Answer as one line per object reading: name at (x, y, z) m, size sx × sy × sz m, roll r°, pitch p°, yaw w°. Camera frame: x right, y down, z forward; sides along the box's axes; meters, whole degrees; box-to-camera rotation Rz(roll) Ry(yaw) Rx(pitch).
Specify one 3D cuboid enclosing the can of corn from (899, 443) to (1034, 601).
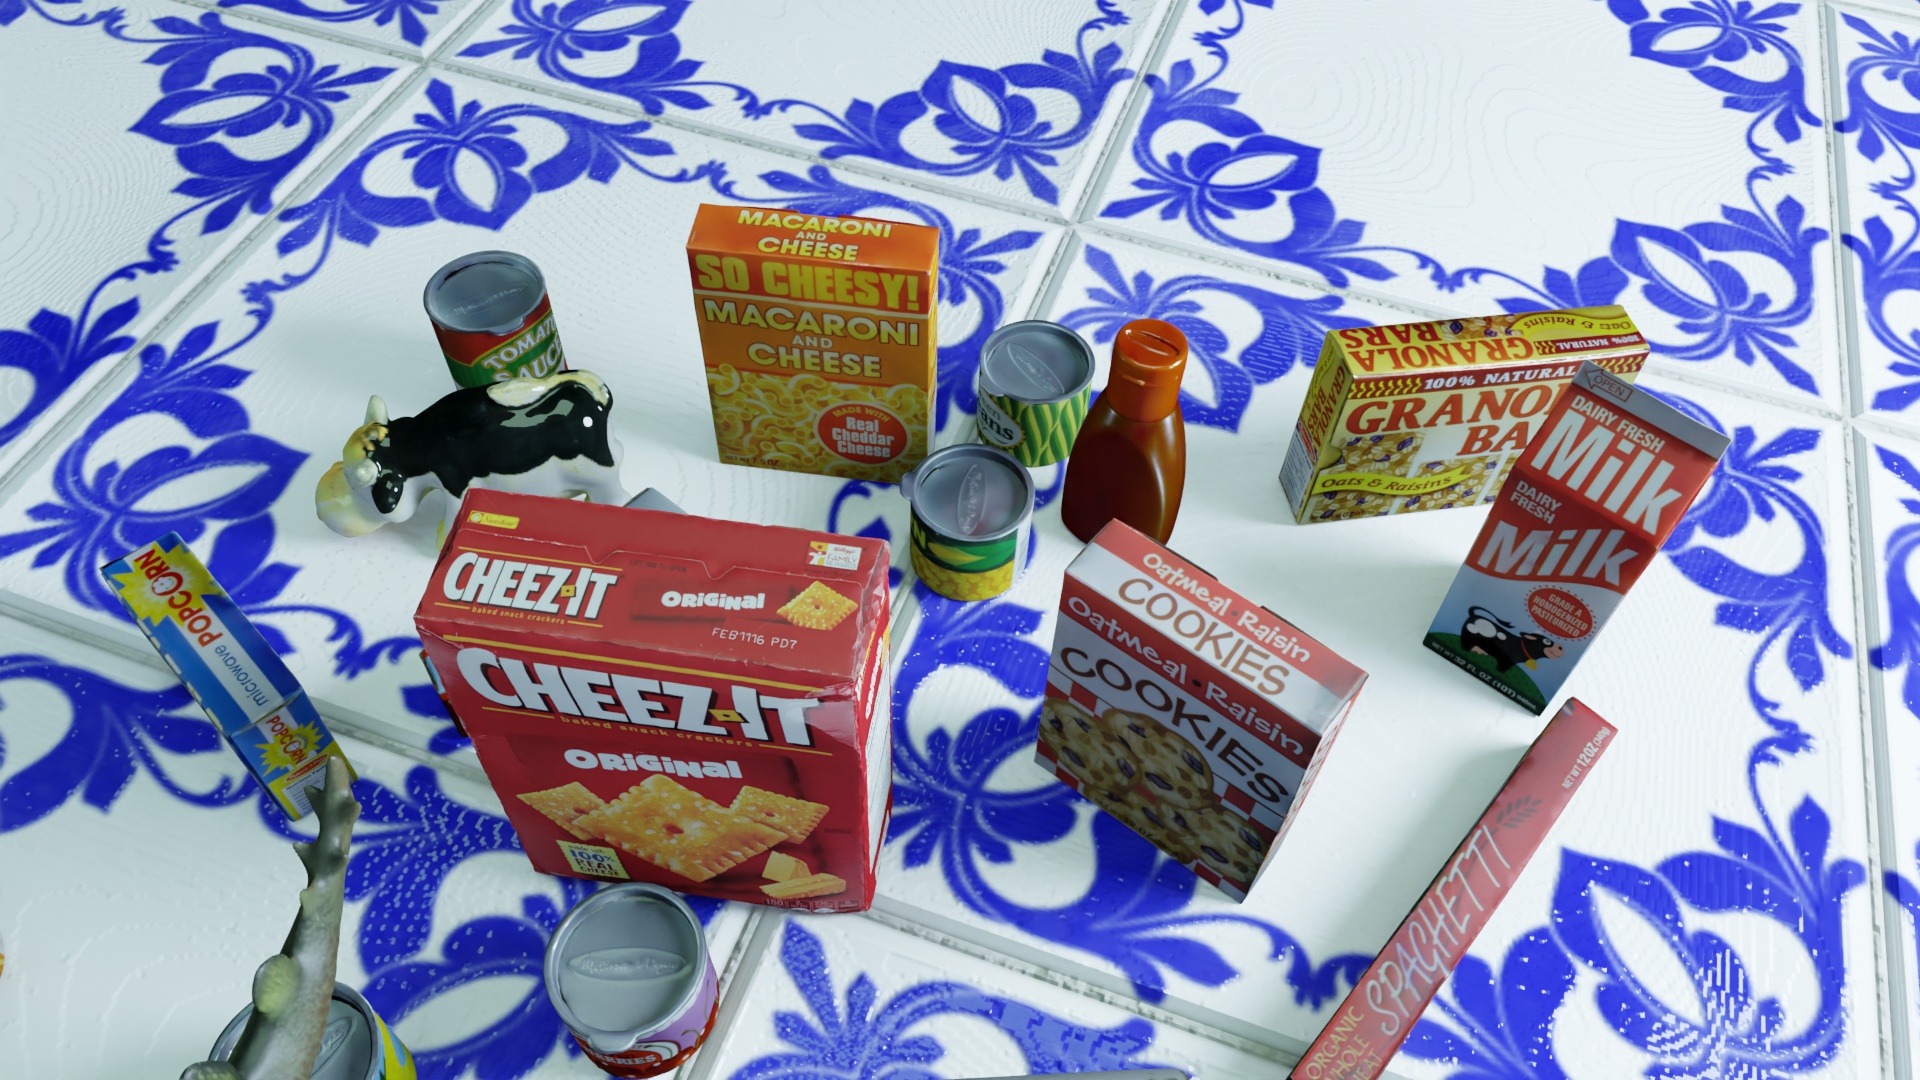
can of corn at (0.003, -0.009, 0.750) m, size 0.071 × 0.058 × 0.071 m, roll 1°, pitch 53°, yaw -1°

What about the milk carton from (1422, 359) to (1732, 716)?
milk carton at (0.299, -0.004, 0.676) m, size 0.072 × 0.189 × 0.074 m, roll 36°, pitch 59°, yaw 22°

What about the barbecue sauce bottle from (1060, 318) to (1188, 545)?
barbecue sauce bottle at (0.090, -0.051, 0.729) m, size 0.065 × 0.147 × 0.044 m, roll 27°, pitch 56°, yaw 17°

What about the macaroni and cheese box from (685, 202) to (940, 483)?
macaroni and cheese box at (-0.075, -0.102, 0.749) m, size 0.124 × 0.165 × 0.040 m, roll 6°, pitch 53°, yaw 2°

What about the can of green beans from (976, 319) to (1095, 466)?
can of green beans at (0.043, -0.085, 0.810) m, size 0.071 × 0.057 × 0.071 m, roll 1°, pitch 53°, yaw -1°

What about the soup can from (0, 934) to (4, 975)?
soup can at (-0.455, 0.171, 0.577) m, size 0.071 × 0.083 × 0.072 m, roll 1°, pitch 53°, yaw -1°

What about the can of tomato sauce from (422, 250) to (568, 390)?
can of tomato sauce at (-0.264, -0.113, 0.802) m, size 0.071 × 0.082 × 0.071 m, roll 1°, pitch 53°, yaw -1°

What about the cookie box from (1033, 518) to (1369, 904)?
cookie box at (0.098, 0.080, 0.618) m, size 0.123 × 0.166 × 0.040 m, roll 33°, pitch 58°, yaw 21°

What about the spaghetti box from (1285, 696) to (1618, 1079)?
spaghetti box at (0.222, 0.168, 0.629) m, size 0.029 × 0.050 × 0.251 m, roll 36°, pitch 59°, yaw 22°

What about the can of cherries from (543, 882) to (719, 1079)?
can of cherries at (-0.139, 0.191, 0.592) m, size 0.071 × 0.058 × 0.072 m, roll 1°, pitch 53°, yaw -1°

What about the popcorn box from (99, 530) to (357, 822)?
popcorn box at (-0.347, 0.065, 0.662) m, size 0.038 × 0.084 × 0.127 m, roll -38°, pitch 63°, yaw -26°

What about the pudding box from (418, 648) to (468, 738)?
pudding box at (-0.220, 0.058, 0.694) m, size 0.084 × 0.049 × 0.030 m, roll -26°, pitch 58°, yaw -20°

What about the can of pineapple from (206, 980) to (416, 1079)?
can of pineapple at (-0.261, 0.222, 0.563) m, size 0.071 × 0.057 × 0.071 m, roll 1°, pitch 53°, yaw -1°

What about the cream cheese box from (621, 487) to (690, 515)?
cream cheese box at (-0.132, 0.020, 0.725) m, size 0.104 × 0.053 × 0.024 m, roll 35°, pitch 59°, yaw 22°

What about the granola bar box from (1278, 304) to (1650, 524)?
granola bar box at (0.272, -0.067, 0.764) m, size 0.166 × 0.123 × 0.039 m, roll -6°, pitch 53°, yaw -7°
